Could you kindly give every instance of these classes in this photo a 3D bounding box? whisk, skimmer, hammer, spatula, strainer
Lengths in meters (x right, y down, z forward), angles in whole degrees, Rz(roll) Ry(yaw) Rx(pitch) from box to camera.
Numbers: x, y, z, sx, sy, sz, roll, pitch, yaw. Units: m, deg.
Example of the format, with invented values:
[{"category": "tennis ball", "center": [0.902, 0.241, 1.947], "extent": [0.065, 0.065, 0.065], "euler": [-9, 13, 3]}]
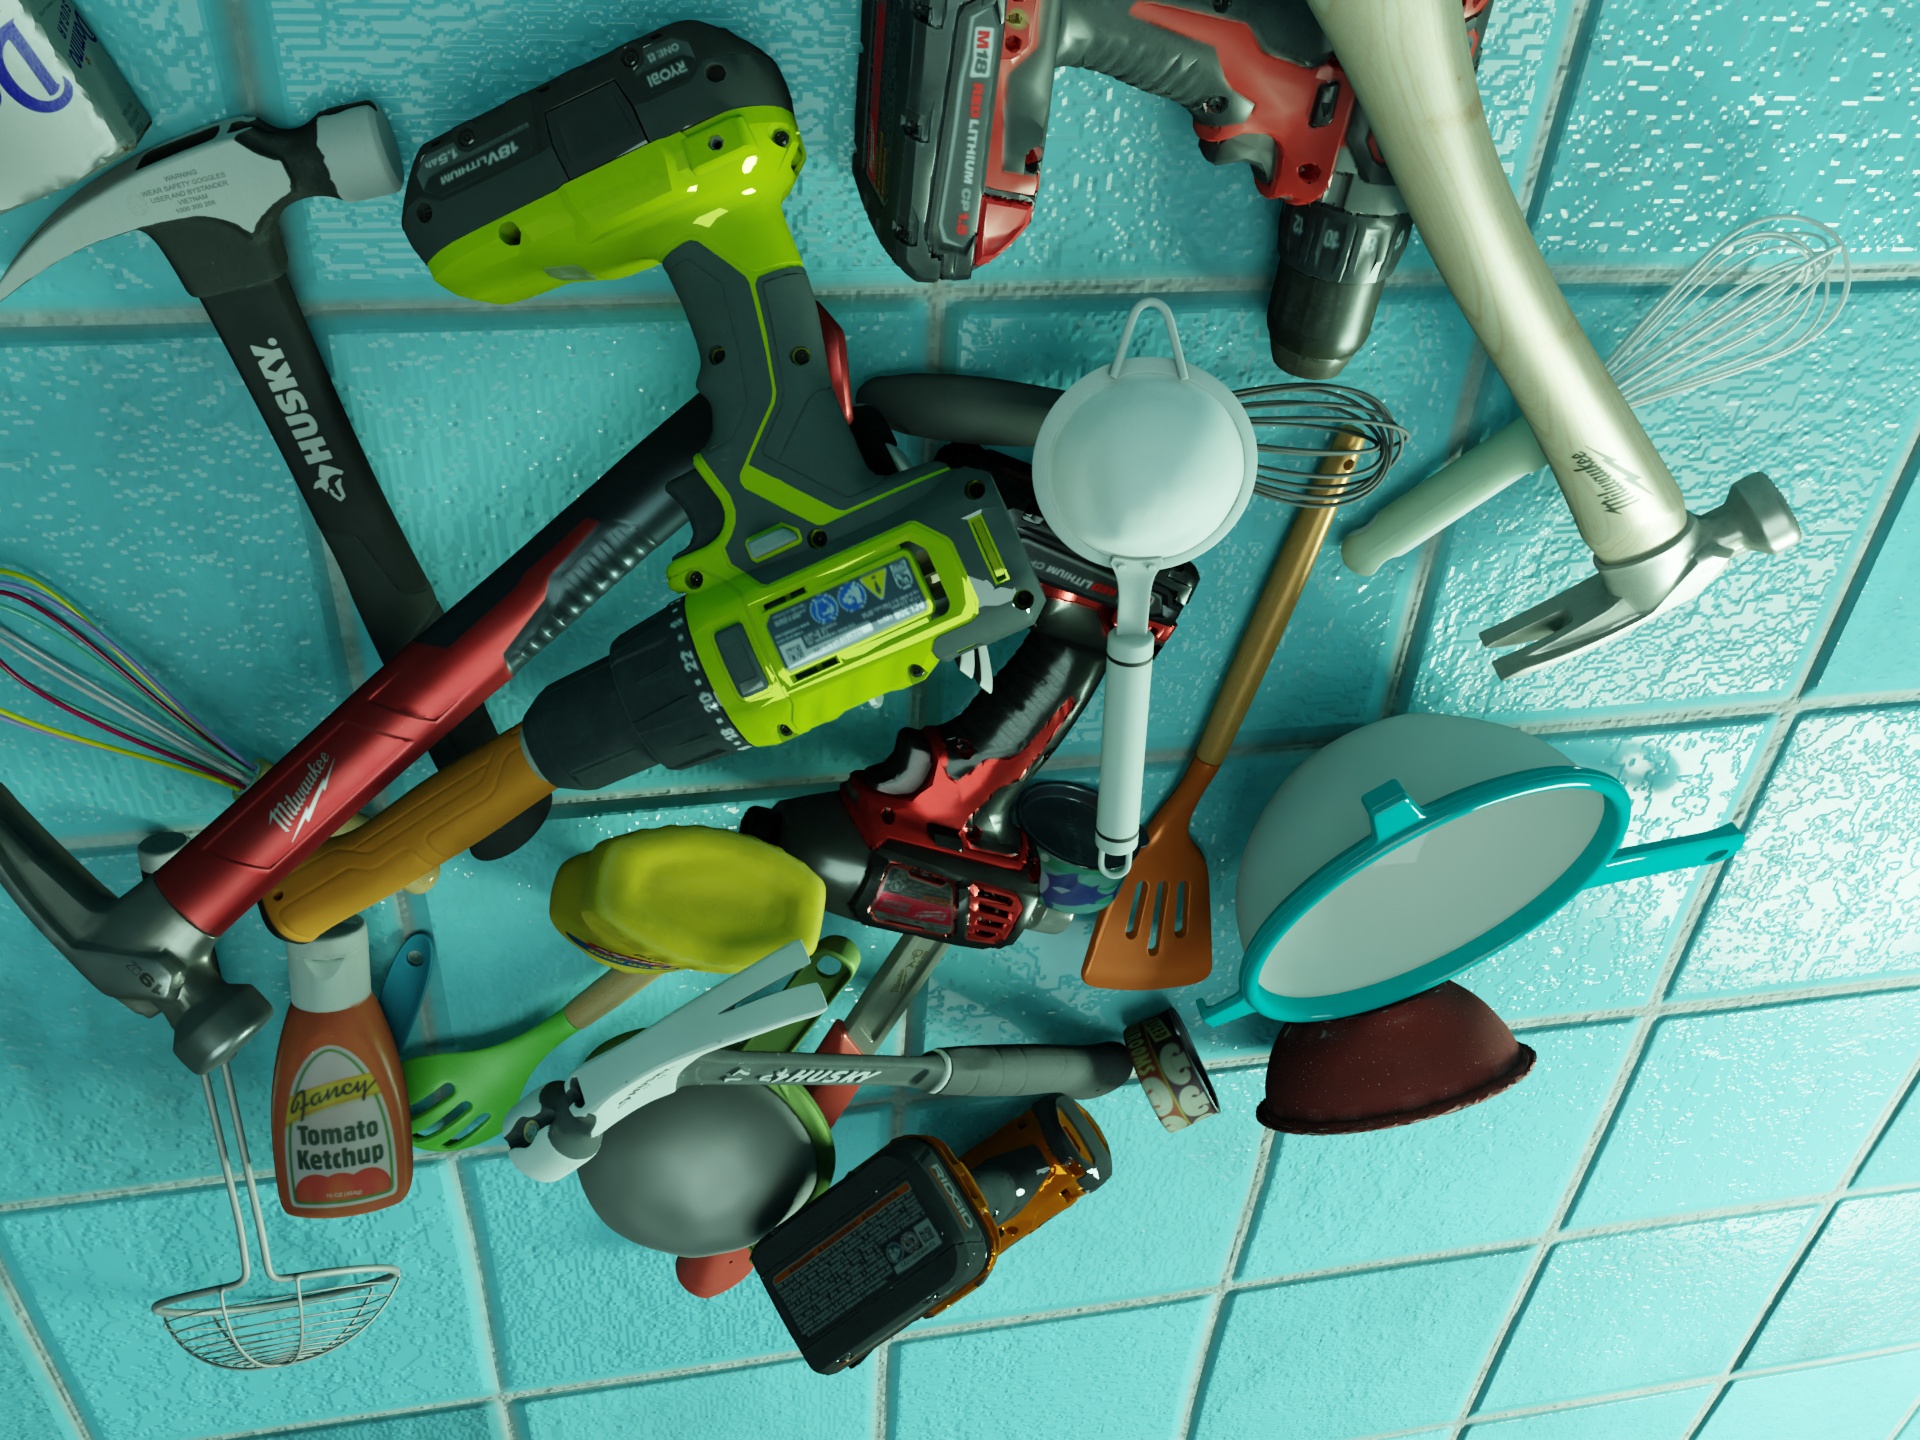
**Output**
[{"category": "whisk", "center": [-0.323, 0.011, 0.685], "extent": [0.051, 0.047, 0.244], "euler": [-29, 134, 24]}, {"category": "skimmer", "center": [-0.375, 0.204, 0.825], "extent": [0.127, 0.090, 0.363], "euler": [-5, 118, -14]}, {"category": "hammer", "center": [0.212, -0.153, 0.625], "extent": [0.146, 0.038, 0.410], "euler": [-30, 136, 21]}, {"category": "spatula", "center": [0.137, 0.004, 0.792], "extent": [0.081, 0.041, 0.322], "euler": [3, 125, -23]}, {"category": "strainer", "center": [-0.122, 0.205, 0.815], "extent": [0.151, 0.069, 0.256], "euler": [32, 126, -6]}, {"category": "hammer", "center": [-0.203, -0.037, 0.618], "extent": [0.386, 0.038, 0.143], "euler": [-41, 97, 3]}, {"category": "strainer", "center": [0.071, -0.036, 0.641], "extent": [0.087, 0.050, 0.258], "euler": [1, 123, 1]}, {"category": "strainer", "center": [0.278, 0.055, 0.842], "extent": [0.340, 0.095, 0.210], "euler": [-5, 142, -28]}, {"category": "hammer", "center": [-0.149, 0.008, 0.650], "extent": [0.337, 0.127, 0.034], "euler": [-30, 158, 12]}, {"category": "whisk", "center": [0.074, -0.125, 0.673], "extent": [0.239, 0.055, 0.055], "euler": [4, 126, -8]}, {"category": "hammer", "center": [-0.084, 0.204, 0.886], "extent": [0.149, 0.037, 0.359], "euler": [14, 123, -32]}, {"category": "hammer", "center": [-0.020, 0.168, 0.778], "extent": [0.149, 0.036, 0.408], "euler": [-36, 152, 22]}, {"category": "hammer", "center": [-0.245, -0.068, 0.645], "extent": [0.146, 0.035, 0.334], "euler": [-15, 129, -3]}, {"category": "whisk", "center": [0.280, -0.139, 0.716], "extent": [0.246, 0.058, 0.059], "euler": [-34, 93, 18]}]

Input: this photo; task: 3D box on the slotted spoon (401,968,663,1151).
[{"category": "slotted spoon", "center": [-0.183, 0.139, 0.825], "extent": [0.313, 0.031, 0.070], "euler": [-36, 118, 12]}]

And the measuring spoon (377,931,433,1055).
[{"category": "measuring spoon", "center": [-0.291, 0.161, 0.814], "extent": [0.042, 0.021, 0.128], "euler": [21, 103, -7]}]

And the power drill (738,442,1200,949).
[{"category": "power drill", "center": [-0.001, -0.002, 0.706], "extent": [0.143, 0.079, 0.219], "euler": [16, 112, -25]}]

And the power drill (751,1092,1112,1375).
[{"category": "power drill", "center": [-0.019, 0.287, 0.893], "extent": [0.164, 0.084, 0.226], "euler": [-40, 161, 16]}]

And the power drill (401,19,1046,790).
[{"category": "power drill", "center": [-0.098, -0.099, 0.556], "extent": [0.190, 0.080, 0.228], "euler": [-23, 94, 5]}]

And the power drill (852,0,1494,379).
[{"category": "power drill", "center": [0.079, -0.211, 0.592], "extent": [0.226, 0.080, 0.187], "euler": [-6, 133, -15]}]
